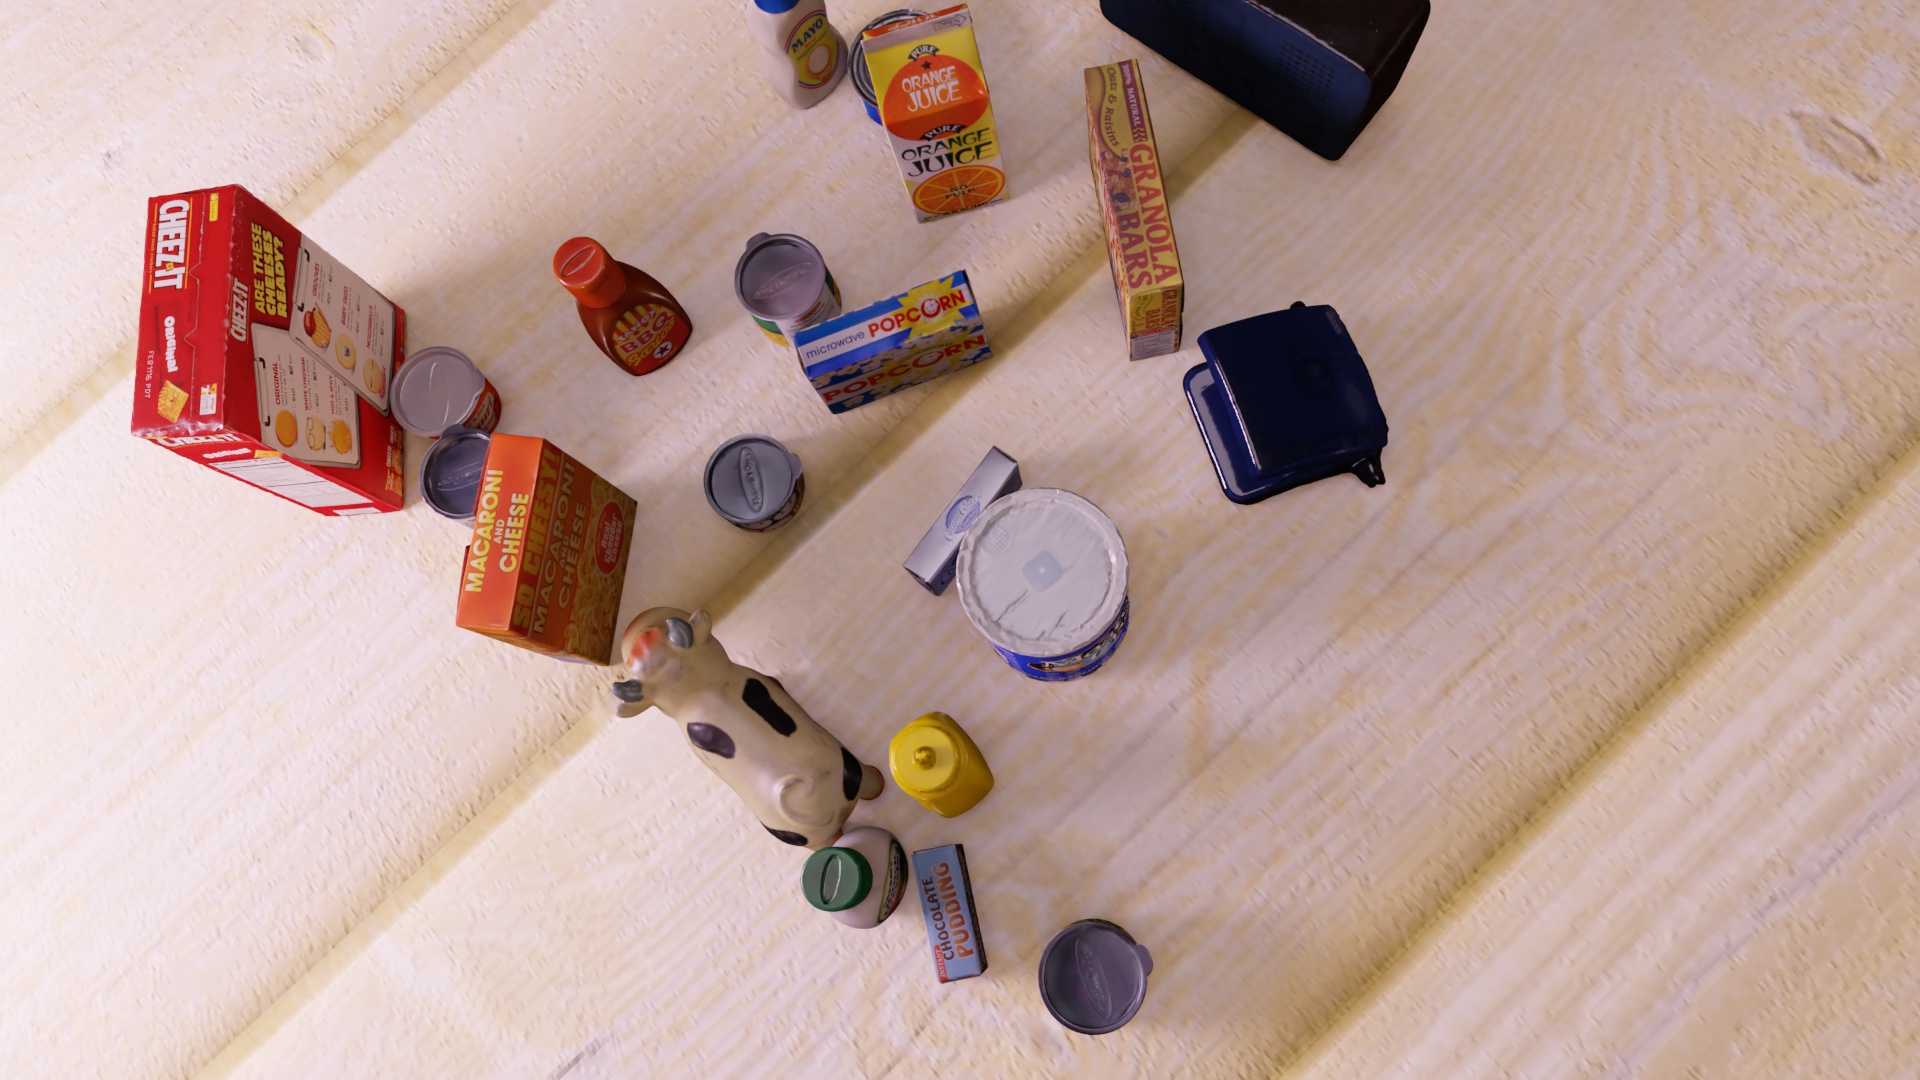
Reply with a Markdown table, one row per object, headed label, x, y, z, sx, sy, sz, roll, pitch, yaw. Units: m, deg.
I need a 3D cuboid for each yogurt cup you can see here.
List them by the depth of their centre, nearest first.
| label | x | y | z | sx | sy | sz | roll | pitch | yaw |
| --- | --- | --- | --- | --- | --- | --- | --- | --- | --- |
| yogurt cup | -0.373 | -0.102 | 1.017 | 0.072 | 0.054 | 0.072 | -2 | 77 | 7 |

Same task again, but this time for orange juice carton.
| label | x | y | z | sx | sy | sz | roll | pitch | yaw |
| --- | --- | --- | --- | --- | --- | --- | --- | --- | --- |
| orange juice carton | -0.016 | -0.296 | 0.947 | 0.072 | 0.192 | 0.073 | -14 | 76 | 4 |

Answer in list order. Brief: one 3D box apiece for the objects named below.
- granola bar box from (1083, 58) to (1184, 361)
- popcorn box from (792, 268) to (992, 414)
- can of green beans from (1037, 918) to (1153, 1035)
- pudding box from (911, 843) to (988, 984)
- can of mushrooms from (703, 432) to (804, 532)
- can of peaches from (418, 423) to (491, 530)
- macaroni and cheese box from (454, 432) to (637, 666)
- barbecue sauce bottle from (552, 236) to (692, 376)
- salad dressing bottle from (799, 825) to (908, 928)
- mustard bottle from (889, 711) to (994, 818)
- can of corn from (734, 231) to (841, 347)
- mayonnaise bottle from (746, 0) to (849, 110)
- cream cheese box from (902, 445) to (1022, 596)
| label | x | y | z | sx | sy | sz | roll | pitch | yaw |
| --- | --- | --- | --- | --- | --- | --- | --- | --- | --- |
| granola bar box | 0.119 | -0.222 | 0.948 | 0.039 | 0.124 | 0.166 | -10 | 76 | 5 |
| popcorn box | -0.045 | -0.136 | 0.968 | 0.127 | 0.085 | 0.038 | -20 | 76 | 2 |
| can of green beans | 0.083 | 0.272 | 0.870 | 0.071 | 0.057 | 0.071 | -2 | 77 | 7 |
| pudding box | -0.007 | 0.238 | 0.893 | 0.030 | 0.049 | 0.084 | -14 | 76 | 4 |
| can of mushrooms | -0.143 | -0.041 | 0.985 | 0.071 | 0.033 | 0.071 | -2 | 77 | 7 |
| can of peaches | -0.344 | -0.043 | 0.998 | 0.071 | 0.058 | 0.071 | -2 | 77 | 7 |
| macaroni and cheese box | -0.270 | 0.012 | 0.919 | 0.040 | 0.166 | 0.124 | 5 | 78 | 8 |
| barbecue sauce bottle | -0.237 | -0.164 | 0.966 | 0.065 | 0.148 | 0.044 | -42 | 76 | -3 |
| salad dressing bottle | -0.065 | 0.208 | 0.857 | 0.044 | 0.147 | 0.064 | 9 | 79 | 9 |
| mustard bottle | -0.016 | 0.137 | 0.861 | 0.049 | 0.160 | 0.065 | -37 | 76 | -2 |
| can of corn | -0.125 | -0.181 | 1.003 | 0.071 | 0.058 | 0.071 | -2 | 77 | 7 |
| mayonnaise bottle | -0.122 | -0.373 | 1.001 | 0.041 | 0.148 | 0.065 | 43 | 86 | 14 |
| cream cheese box | 0.003 | -0.012 | 0.949 | 0.024 | 0.053 | 0.104 | 36 | 84 | 13 |
